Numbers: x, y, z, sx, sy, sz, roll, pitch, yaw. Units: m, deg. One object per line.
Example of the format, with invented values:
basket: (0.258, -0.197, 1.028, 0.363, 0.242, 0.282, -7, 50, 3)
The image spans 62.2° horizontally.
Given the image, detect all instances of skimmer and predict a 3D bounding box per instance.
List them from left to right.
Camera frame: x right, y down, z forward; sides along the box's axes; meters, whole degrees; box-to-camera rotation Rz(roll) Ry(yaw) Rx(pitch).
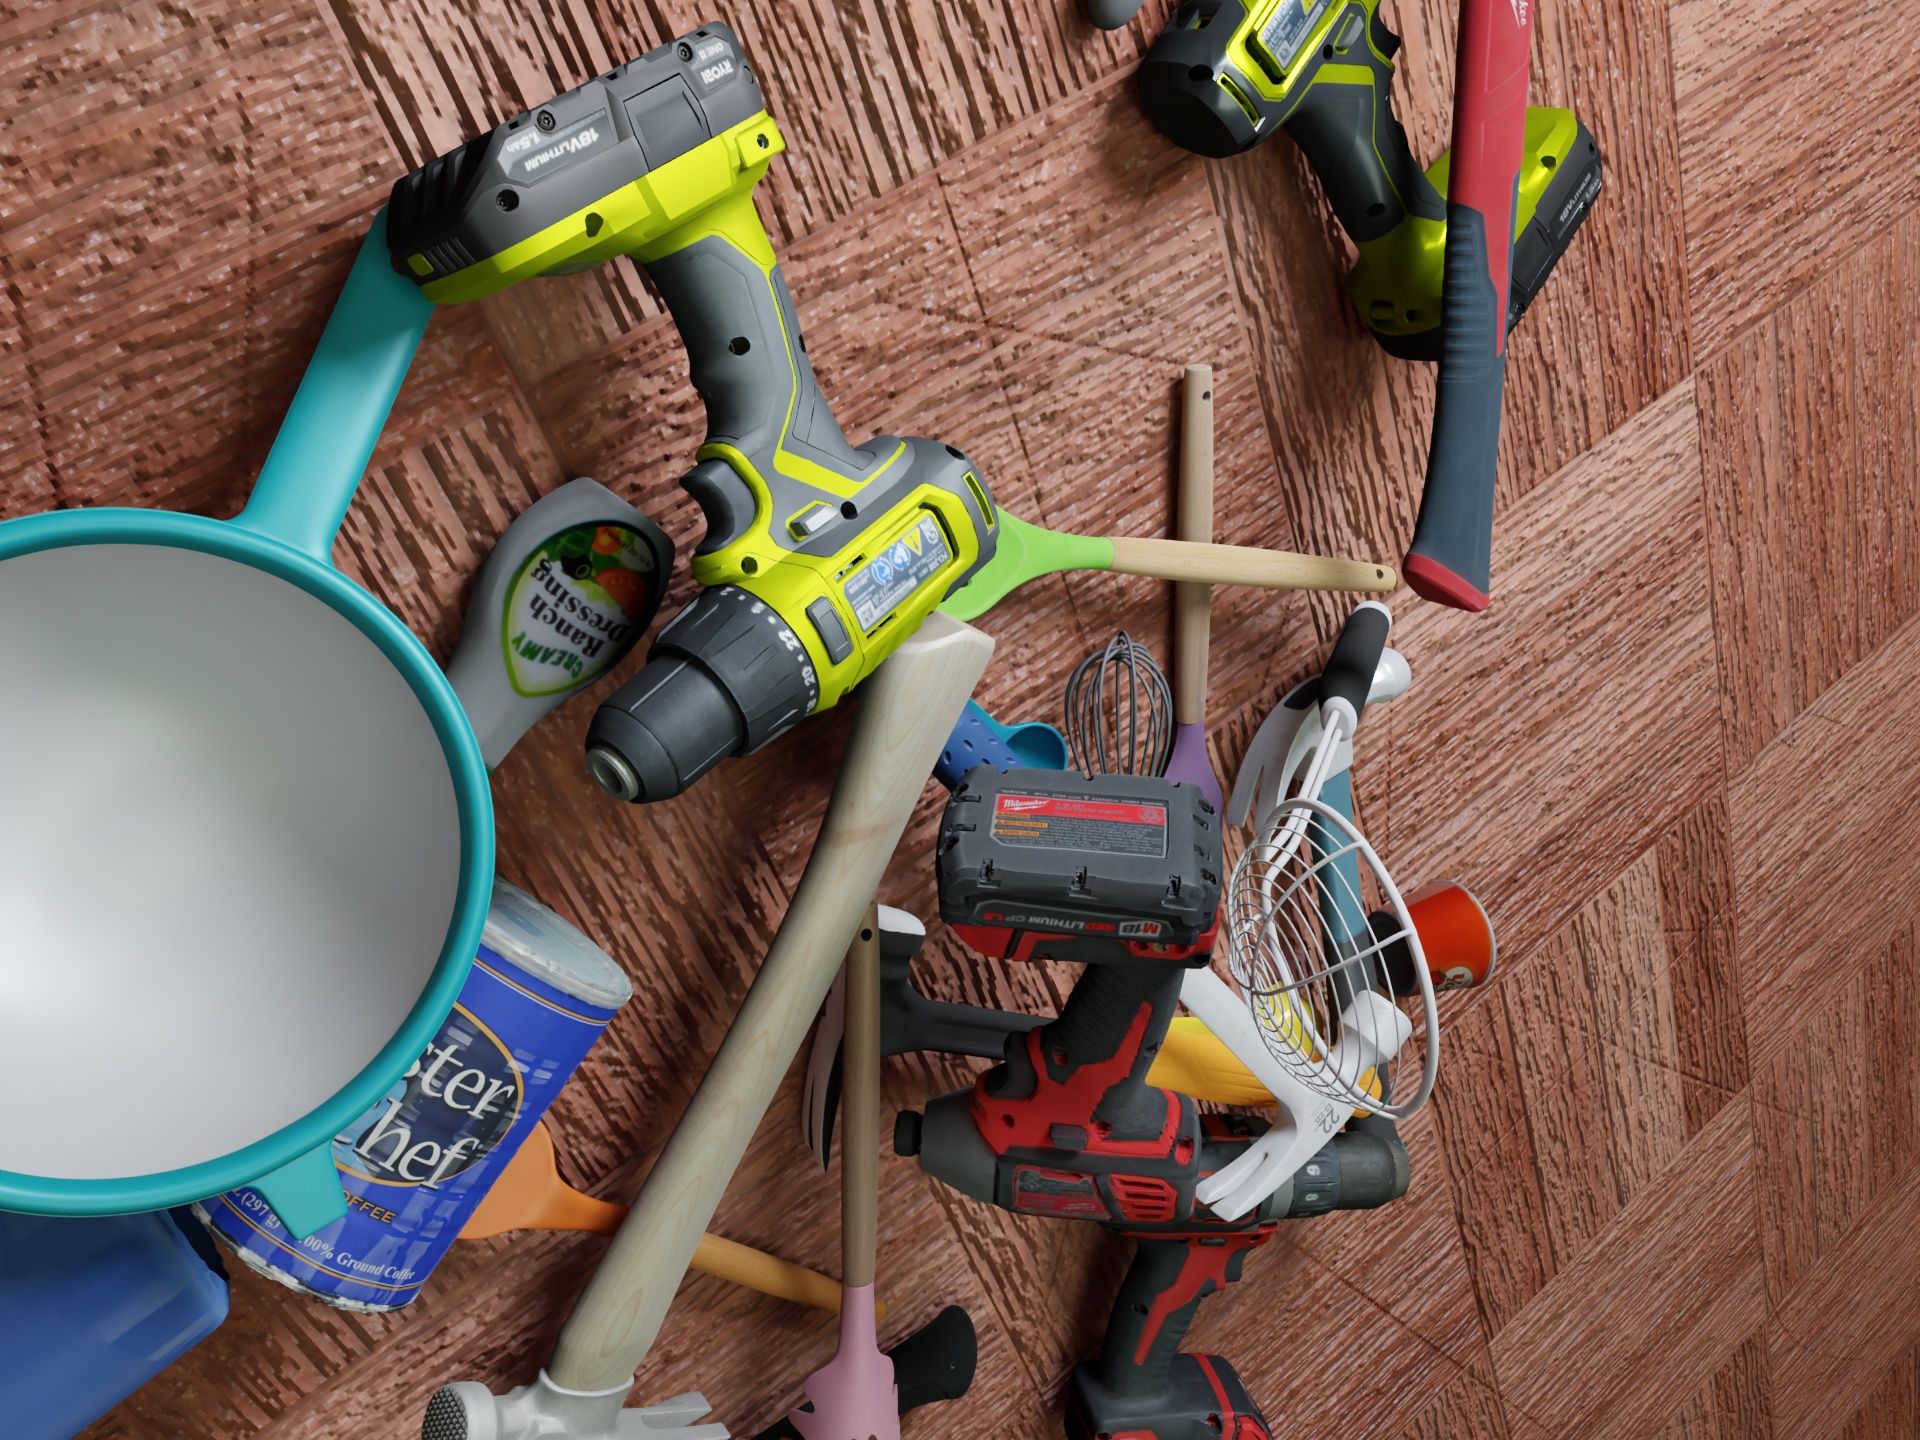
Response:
skimmer: (0.192, 0.031, 0.726, 0.363, 0.090, 0.127, -53, 141, -54)

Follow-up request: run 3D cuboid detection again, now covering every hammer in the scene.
hammer: (-0.127, 0.380, 0.778, 0.334, 0.035, 0.146, -21, 98, -34)
hammer: (-0.082, 0.145, 0.683, 0.146, 0.038, 0.410, 20, 99, -44)
hammer: (0.064, 0.086, 0.756, 0.144, 0.035, 0.405, -49, 115, -10)
hammer: (0.083, 0.181, 0.824, 0.336, 0.034, 0.127, 13, 100, -26)
hammer: (0.224, 0.132, 0.916, 0.128, 0.033, 0.330, -25, 114, -31)
hammer: (0.246, -0.241, 0.713, 0.143, 0.038, 0.386, -11, 109, -28)

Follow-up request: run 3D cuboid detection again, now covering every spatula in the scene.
spatula: (-0.141, 0.234, 0.737, 0.322, 0.041, 0.081, 39, 83, -42)
spatula: (0.117, -0.024, 0.818, 0.059, 0.018, 0.315, -15, 117, -29)

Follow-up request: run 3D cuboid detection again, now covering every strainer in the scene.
strainer: (-0.249, -0.015, 0.529, 0.210, 0.095, 0.340, 25, 73, -26)

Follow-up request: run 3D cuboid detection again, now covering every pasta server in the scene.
pasta server: (-0.051, 0.234, 0.749, 0.060, 0.040, 0.316, -3, 102, -23)

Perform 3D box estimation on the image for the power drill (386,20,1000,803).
power drill: (-0.095, -0.102, 0.559, 0.190, 0.080, 0.228, -44, 119, -33)

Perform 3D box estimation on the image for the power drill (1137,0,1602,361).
power drill: (0.200, -0.289, 0.737, 0.223, 0.080, 0.171, 36, 86, -36)

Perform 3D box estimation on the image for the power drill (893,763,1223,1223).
power drill: (0.041, 0.132, 0.700, 0.143, 0.079, 0.219, 4, 123, 5)

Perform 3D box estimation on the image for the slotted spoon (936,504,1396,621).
slotted spoon: (0.089, -0.075, 0.752, 0.313, 0.031, 0.070, 1, 79, -31)

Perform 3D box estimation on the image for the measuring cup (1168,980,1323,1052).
measuring cup: (0.153, 0.186, 0.916, 0.156, 0.029, 0.062, 5, 105, -39)

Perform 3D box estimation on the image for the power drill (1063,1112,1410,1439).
power drill: (0.156, 0.332, 0.919, 0.188, 0.080, 0.226, 3, 105, -13)

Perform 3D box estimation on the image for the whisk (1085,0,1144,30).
whisk: (0.110, -0.420, 0.638, 0.070, 0.070, 0.284, 13, 105, -38)

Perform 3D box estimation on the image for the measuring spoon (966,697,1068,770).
measuring spoon: (-0.001, -0.002, 0.749, 0.128, 0.021, 0.042, 35, 87, -30)

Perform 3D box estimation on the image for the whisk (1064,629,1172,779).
whisk: (0.085, 0.064, 0.813, 0.055, 0.055, 0.238, -22, 123, -27)
